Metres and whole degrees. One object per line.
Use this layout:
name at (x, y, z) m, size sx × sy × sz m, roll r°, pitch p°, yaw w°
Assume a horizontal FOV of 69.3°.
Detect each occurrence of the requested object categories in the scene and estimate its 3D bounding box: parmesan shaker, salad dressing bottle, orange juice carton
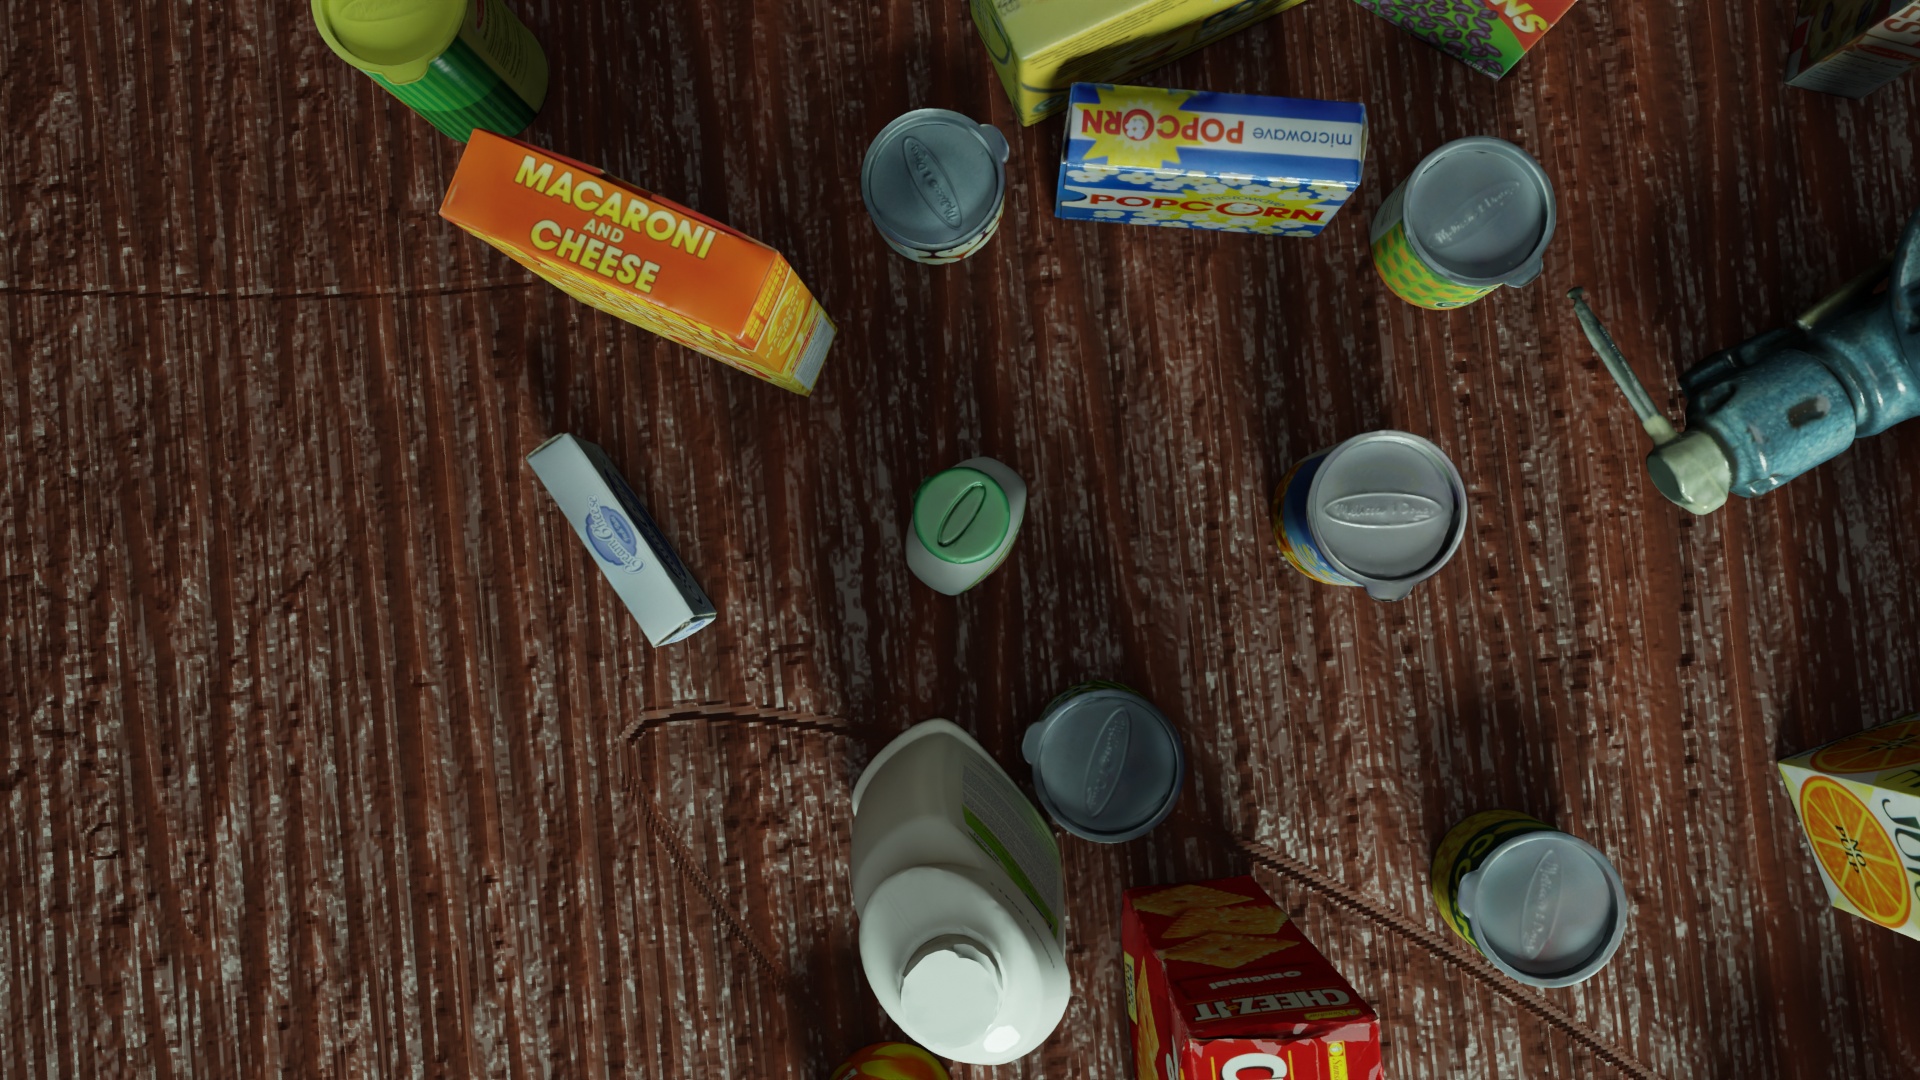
parmesan shaker at (-0.234, -0.222, 0.624) m, size 0.071 × 0.103 × 0.071 m, roll 0°, pitch 88°, yaw 2°
salad dressing bottle at (0.002, -0.007, 0.586) m, size 0.044 × 0.147 × 0.064 m, roll 35°, pitch 90°, yaw 3°
orange juice carton at (0.417, 0.121, 0.545) m, size 0.072 × 0.192 × 0.073 m, roll -20°, pitch 88°, yaw 1°

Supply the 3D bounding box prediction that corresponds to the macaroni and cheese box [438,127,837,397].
macaroni and cheese box at (-0.125, -0.111, 0.584) m, size 0.124 × 0.166 × 0.040 m, roll 23°, pitch 89°, yaw 3°

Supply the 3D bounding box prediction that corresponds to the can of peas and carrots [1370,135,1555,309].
can of peas and carrots at (0.227, -0.140, 0.628) m, size 0.071 × 0.058 × 0.071 m, roll 0°, pitch 88°, yaw 2°

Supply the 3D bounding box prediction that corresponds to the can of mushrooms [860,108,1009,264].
can of mushrooms at (-0.010, -0.166, 0.649) m, size 0.071 × 0.033 × 0.071 m, roll 0°, pitch 88°, yaw 2°

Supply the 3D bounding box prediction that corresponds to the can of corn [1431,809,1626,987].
can of corn at (0.247, 0.156, 0.616) m, size 0.071 × 0.058 × 0.071 m, roll 0°, pitch 88°, yaw 2°

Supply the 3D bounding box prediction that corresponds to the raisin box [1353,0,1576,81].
raisin box at (0.228, -0.256, 0.600) m, size 0.086 × 0.123 × 0.040 m, roll 31°, pitch 90°, yaw 3°

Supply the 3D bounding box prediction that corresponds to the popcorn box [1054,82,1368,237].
popcorn box at (0.108, -0.168, 0.620) m, size 0.127 × 0.085 × 0.038 m, roll 5°, pitch 89°, yaw 2°

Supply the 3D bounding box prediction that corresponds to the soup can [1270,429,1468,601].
soup can at (0.177, -0.009, 0.612) m, size 0.071 × 0.084 × 0.071 m, roll 0°, pitch 88°, yaw 2°

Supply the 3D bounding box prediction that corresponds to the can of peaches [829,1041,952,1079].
can of peaches at (-0.035, 0.265, 0.621) m, size 0.071 × 0.058 × 0.071 m, roll 0°, pitch 88°, yaw 2°

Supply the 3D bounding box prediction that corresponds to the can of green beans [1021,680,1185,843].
can of green beans at (0.064, 0.097, 0.625) m, size 0.071 × 0.058 × 0.071 m, roll 0°, pitch 88°, yaw 2°

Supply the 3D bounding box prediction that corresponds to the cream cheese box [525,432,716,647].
cream cheese box at (-0.154, 0.000, 0.638) m, size 0.024 × 0.053 × 0.104 m, roll -35°, pitch 87°, yaw 1°

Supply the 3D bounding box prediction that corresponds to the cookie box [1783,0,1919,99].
cookie box at (0.417, -0.272, 0.573) m, size 0.040 × 0.167 × 0.123 m, roll 14°, pitch 89°, yaw 2°
